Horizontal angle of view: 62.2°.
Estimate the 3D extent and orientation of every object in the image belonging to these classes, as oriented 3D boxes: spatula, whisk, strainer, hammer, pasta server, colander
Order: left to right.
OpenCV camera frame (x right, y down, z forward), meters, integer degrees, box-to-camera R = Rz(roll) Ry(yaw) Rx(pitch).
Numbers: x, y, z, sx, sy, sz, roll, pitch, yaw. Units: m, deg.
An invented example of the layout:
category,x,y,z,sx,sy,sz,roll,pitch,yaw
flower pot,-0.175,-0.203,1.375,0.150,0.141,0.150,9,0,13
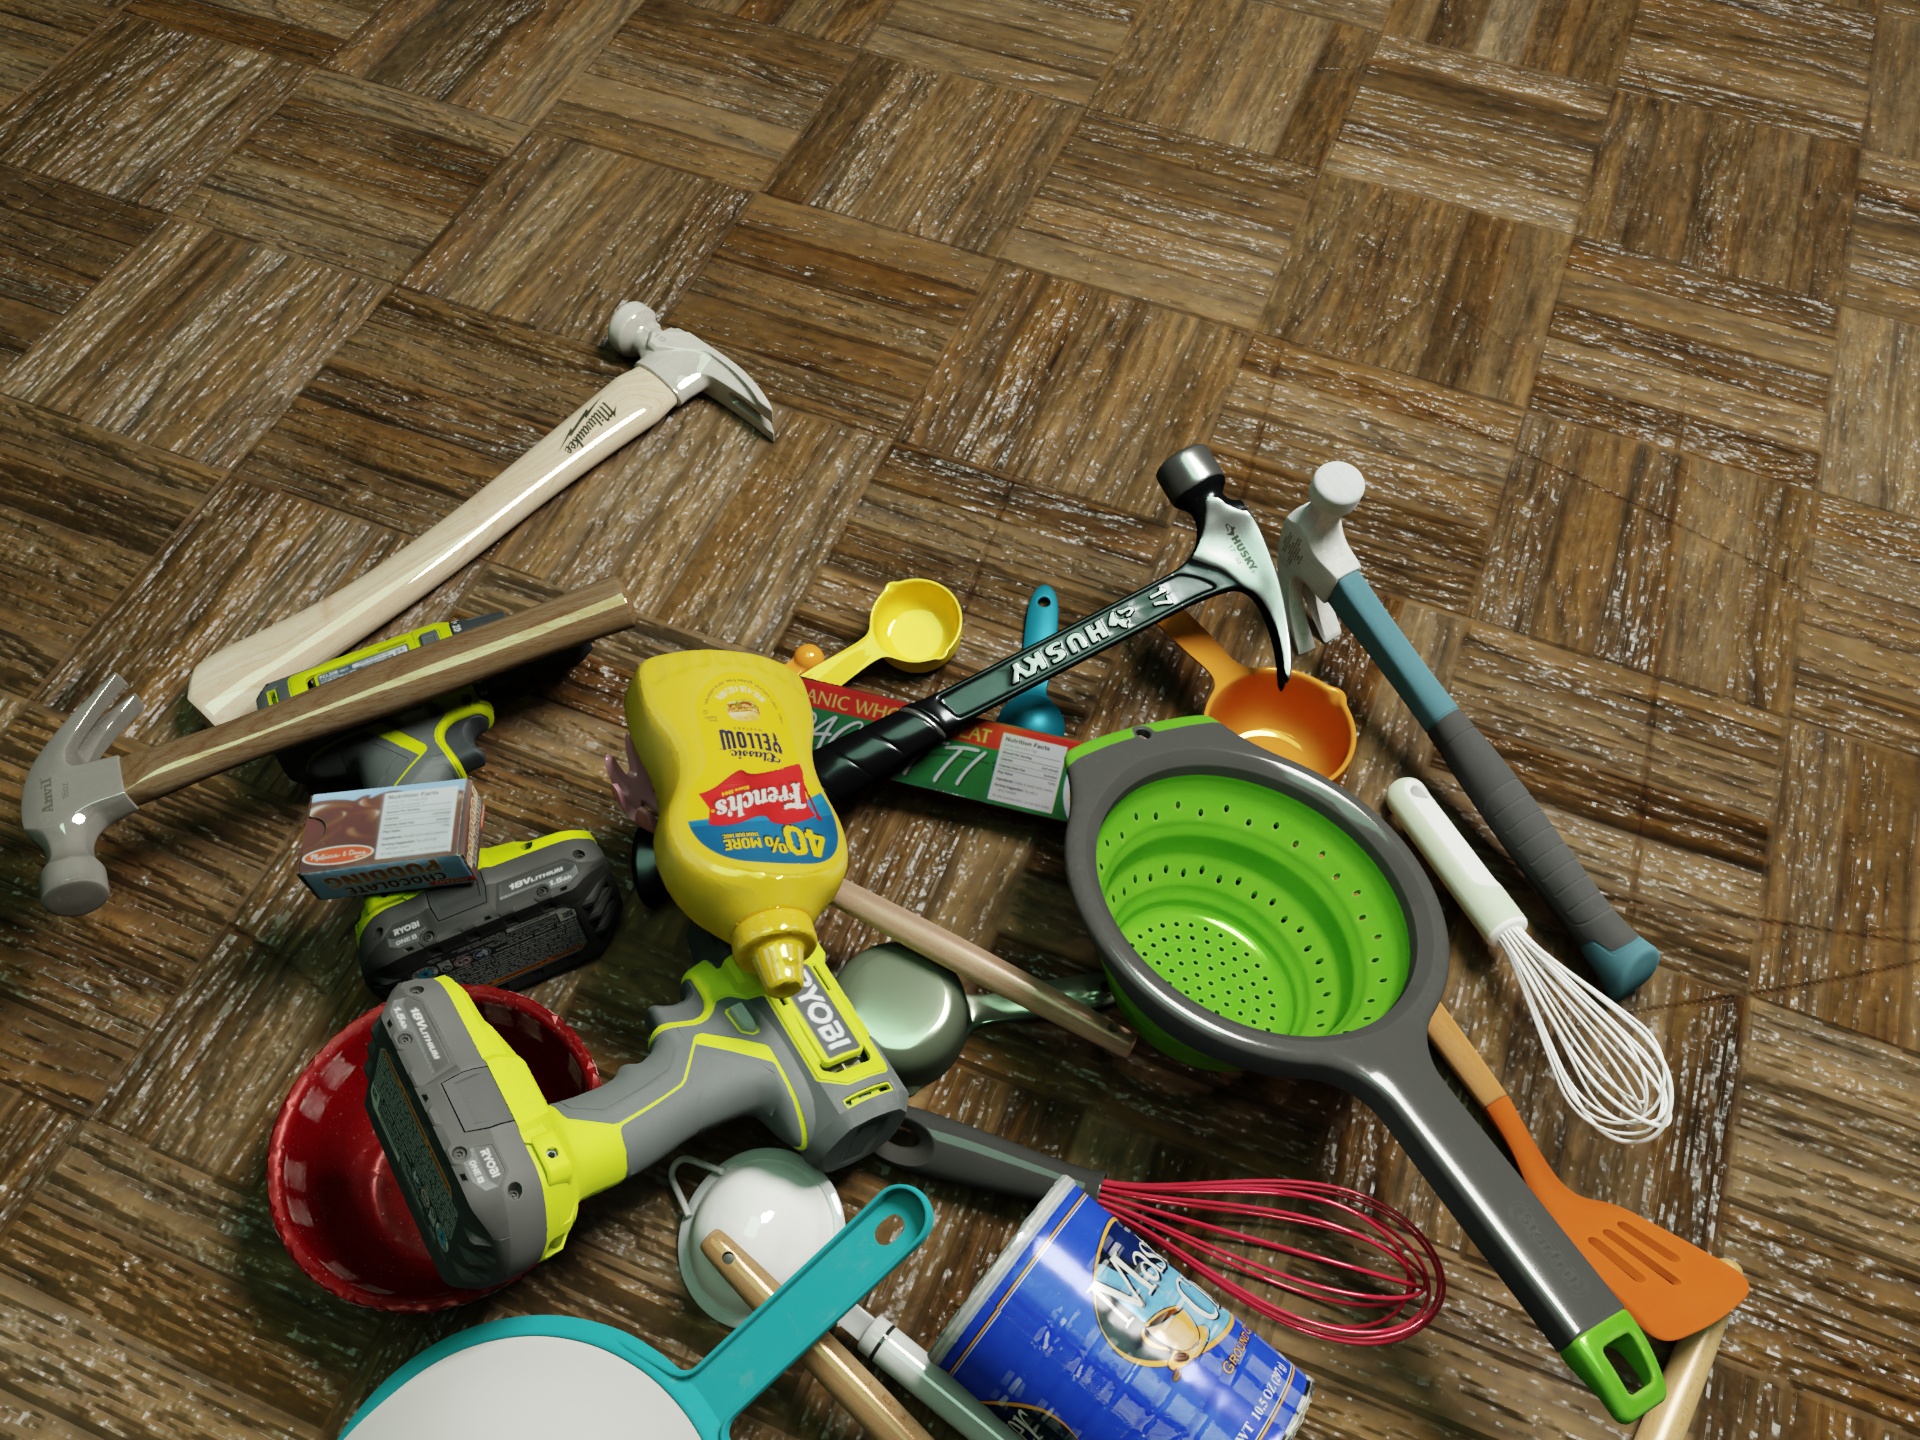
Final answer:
category,x,y,z,sx,sy,sz,roll,pitch,yaw
hammer,-0.339,-0.011,0.871,0.331,0.031,0.130,-22,55,-13
hammer,-0.305,-0.123,1.024,0.146,0.038,0.411,37,64,19
strainer,-0.147,0.312,0.652,0.340,0.095,0.211,-42,69,-6
strainer,-0.046,0.288,0.758,0.258,0.050,0.087,34,78,16
pasta server,-0.049,0.094,0.840,0.316,0.040,0.060,27,47,11
hammer,-0.001,-0.003,0.903,0.409,0.036,0.149,-28,77,-4
spatula,0.000,0.340,0.705,0.317,0.044,0.082,41,69,12
whisk,0.088,0.239,0.784,0.296,0.073,0.073,13,57,14
colander,0.179,0.171,0.785,0.204,0.094,0.398,-13,52,-30
hammer,0.285,0.011,0.913,0.033,0.128,0.331,-26,70,-16
spatula,0.272,0.176,0.836,0.081,0.041,0.323,-8,52,-35
whisk,0.300,0.120,0.857,0.057,0.059,0.247,2,41,-29

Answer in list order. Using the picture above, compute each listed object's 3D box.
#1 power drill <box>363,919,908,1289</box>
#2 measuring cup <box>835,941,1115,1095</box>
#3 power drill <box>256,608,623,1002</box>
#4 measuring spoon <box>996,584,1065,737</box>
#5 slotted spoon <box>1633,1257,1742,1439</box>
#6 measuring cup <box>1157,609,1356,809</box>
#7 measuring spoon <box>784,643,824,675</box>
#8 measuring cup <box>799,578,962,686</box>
category,x,y,z,sx,sy,sz,roll,pitch,yaw
power drill,-0.157,0.159,0.760,0.223,0.080,0.171,-13,54,-38
measuring cup,0.011,0.148,0.849,0.167,0.038,0.083,-8,57,-4
power drill,-0.276,0.035,0.897,0.190,0.080,0.229,-22,57,-14
measuring spoon,0.048,-0.037,0.982,0.042,0.021,0.129,6,58,2
slotted spoon,0.295,0.375,0.715,0.070,0.031,0.314,30,59,17
measuring cup,0.160,-0.010,0.952,0.095,0.052,0.174,-28,57,-19
measuring spoon,-0.131,-0.014,0.970,0.117,0.011,0.021,-36,64,-22
measuring cup,-0.067,-0.030,0.979,0.156,0.029,0.062,-34,71,-8
